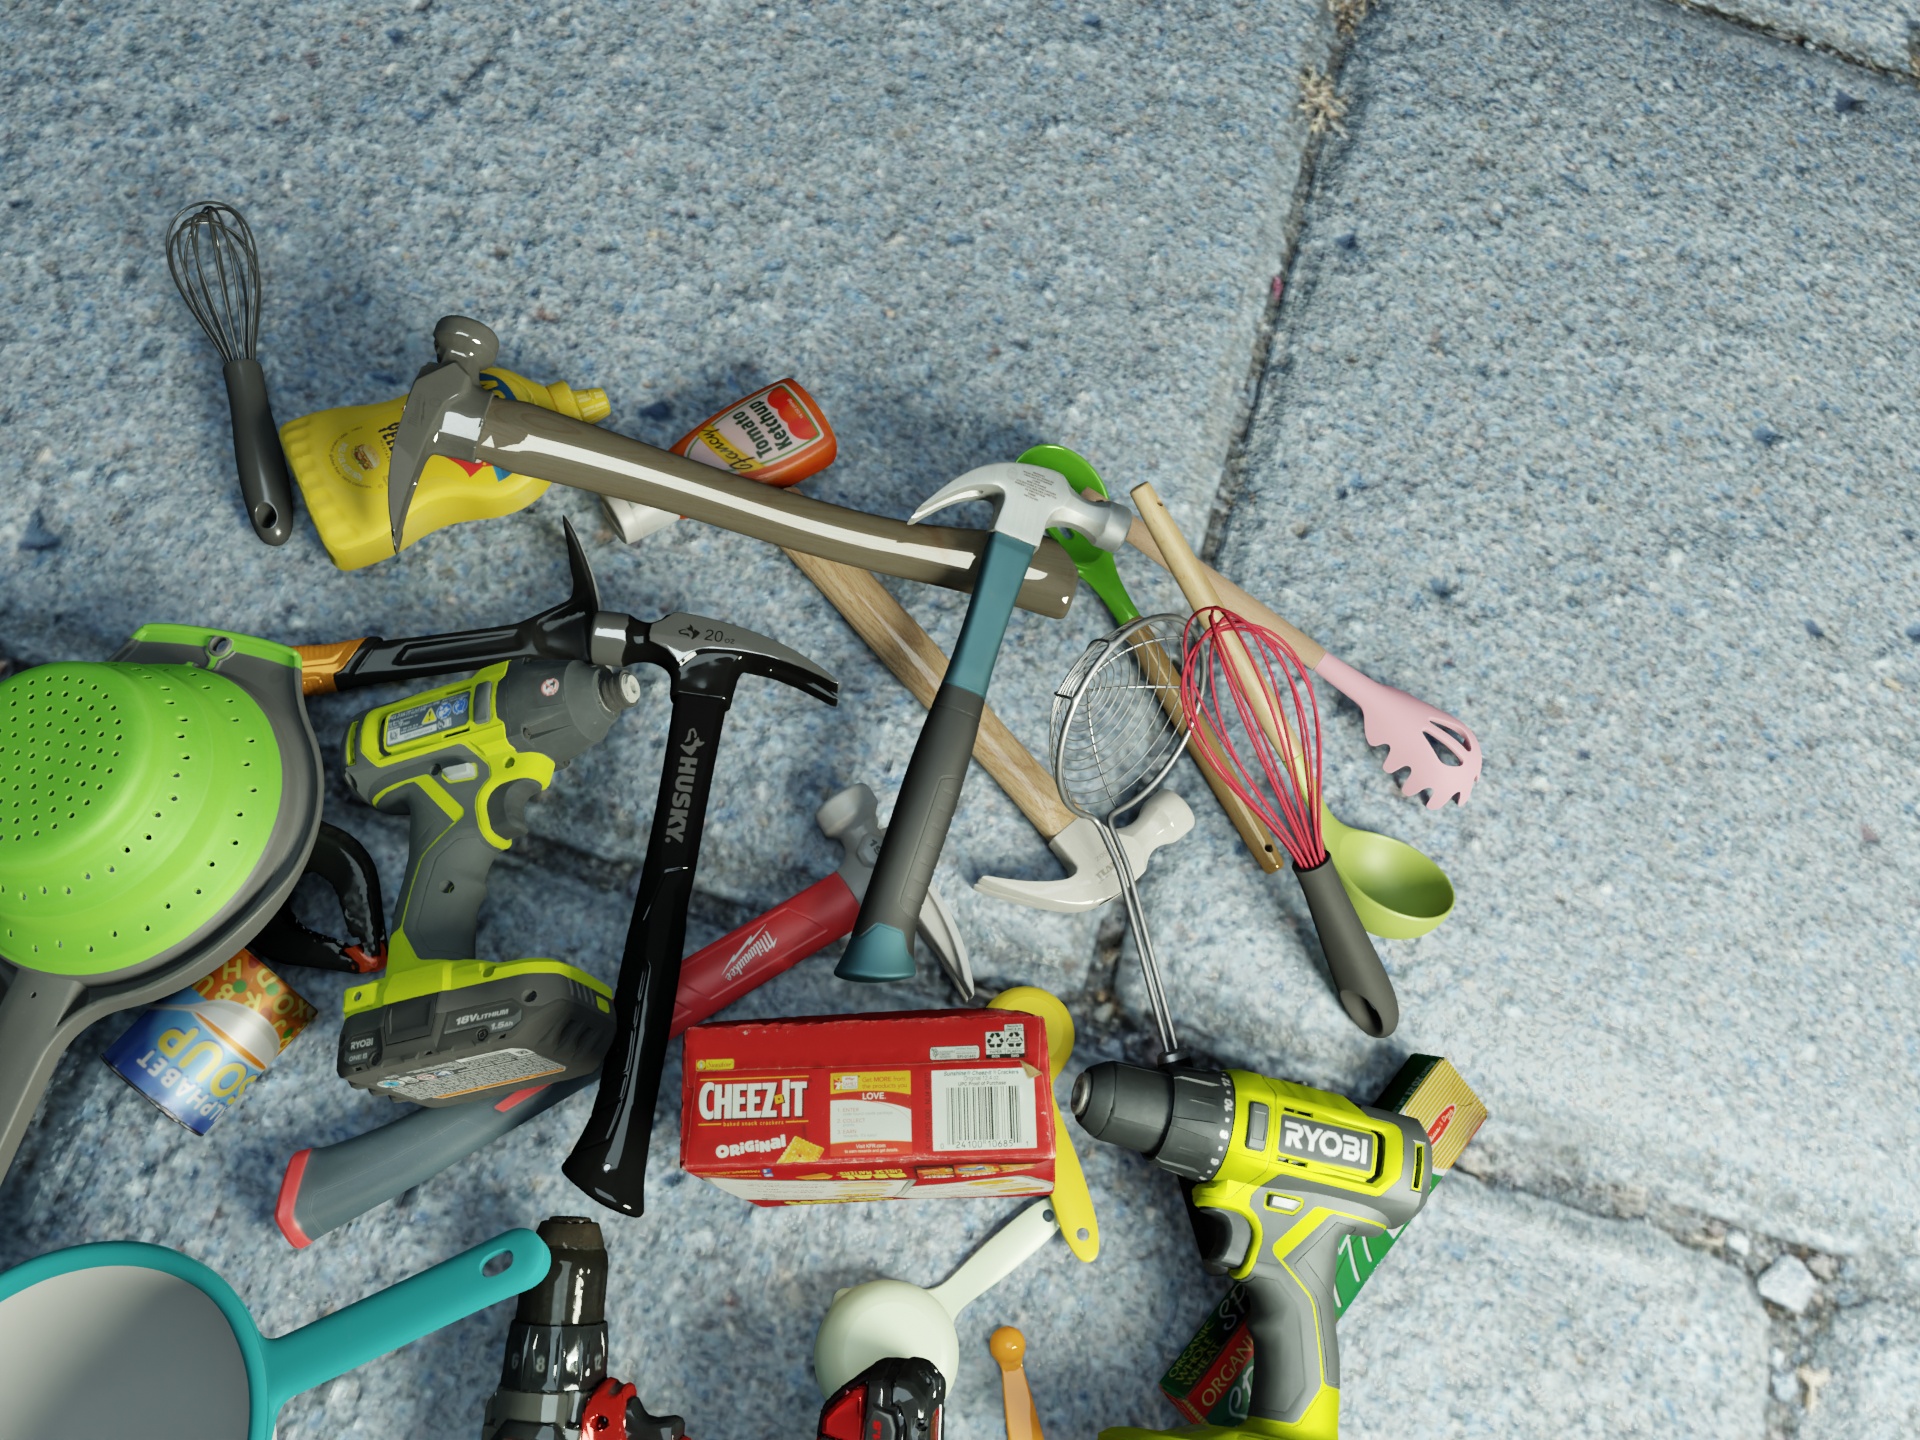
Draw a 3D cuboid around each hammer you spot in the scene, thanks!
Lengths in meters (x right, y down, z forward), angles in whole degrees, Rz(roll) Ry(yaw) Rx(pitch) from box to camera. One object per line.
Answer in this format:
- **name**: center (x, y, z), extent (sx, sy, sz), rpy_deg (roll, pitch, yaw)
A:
- **hammer**: center (-0.001, -0.003, 0.926), extent (0.128, 0.033, 0.331), rpy_deg (21, 72, -10)
- **hammer**: center (-0.157, 0.098, 0.872), extent (0.146, 0.035, 0.335), rpy_deg (8, 67, -3)
- **hammer**: center (-0.012, -0.017, 0.984), extent (0.130, 0.031, 0.331), rpy_deg (-38, 78, -20)
- **hammer**: center (-0.379, -0.038, 0.934), extent (0.337, 0.034, 0.127), rpy_deg (-9, 71, -12)
- **hammer**: center (-0.180, 0.185, 0.876), extent (0.386, 0.038, 0.143), rpy_deg (-29, 77, -18)
- **hammer**: center (-0.128, -0.120, 0.958), extent (0.410, 0.038, 0.146), rpy_deg (15, 69, -10)

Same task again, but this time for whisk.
- **whisk**: center (0.193, 0.064, 0.903), extent (0.073, 0.073, 0.295), rpy_deg (-33, 112, -19)
- **whisk**: center (-0.449, -0.217, 0.988), extent (0.055, 0.055, 0.239), rpy_deg (-14, 76, -14)

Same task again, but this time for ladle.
- **ladle**: center (0.194, -0.006, 0.941), extent (0.320, 0.062, 0.078), rpy_deg (58, 34, -10)

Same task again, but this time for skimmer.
- **skimmer**: center (0.127, 0.125, 0.894), extent (0.127, 0.090, 0.363), rpy_deg (-4, 77, -47)

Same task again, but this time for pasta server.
- **pasta server**: center (0.205, -0.051, 1.020), extent (0.316, 0.040, 0.060), rpy_deg (35, 68, 4)

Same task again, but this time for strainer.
- **strainer**: center (-0.345, 0.334, 0.744), extent (0.340, 0.095, 0.211), rpy_deg (-23, 53, -10)

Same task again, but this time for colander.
- **colander**: center (-0.459, 0.109, 0.773), extent (0.204, 0.094, 0.397), rpy_deg (9, 66, 11)

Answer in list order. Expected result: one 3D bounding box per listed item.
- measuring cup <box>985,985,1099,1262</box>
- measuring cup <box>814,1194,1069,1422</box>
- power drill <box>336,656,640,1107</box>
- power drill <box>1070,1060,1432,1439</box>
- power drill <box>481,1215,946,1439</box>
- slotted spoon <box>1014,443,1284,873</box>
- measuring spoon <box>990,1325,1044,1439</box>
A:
- **measuring cup**: center (0.051, 0.224, 0.894), extent (0.062, 0.029, 0.157), rpy_deg (-11, 65, -13)
- **measuring cup**: center (-0.003, 0.310, 0.853), extent (0.167, 0.038, 0.083), rpy_deg (-35, 78, -18)
- **power drill**: center (-0.247, 0.076, 0.837), extent (0.171, 0.080, 0.223), rpy_deg (-15, 61, 15)
- **power drill**: center (0.136, 0.292, 0.812), extent (0.190, 0.080, 0.229), rpy_deg (15, 67, -9)
- **power drill**: center (-0.124, 0.345, 0.779), extent (0.226, 0.080, 0.188), rpy_deg (1, 75, 7)
- **slotted spoon**: center (0.120, -0.040, 1.017), extent (0.070, 0.031, 0.314), rpy_deg (-25, 76, -17)
- **measuring spoon**: center (0.036, 0.383, 0.845), extent (0.021, 0.011, 0.117), rpy_deg (-8, 70, -12)
